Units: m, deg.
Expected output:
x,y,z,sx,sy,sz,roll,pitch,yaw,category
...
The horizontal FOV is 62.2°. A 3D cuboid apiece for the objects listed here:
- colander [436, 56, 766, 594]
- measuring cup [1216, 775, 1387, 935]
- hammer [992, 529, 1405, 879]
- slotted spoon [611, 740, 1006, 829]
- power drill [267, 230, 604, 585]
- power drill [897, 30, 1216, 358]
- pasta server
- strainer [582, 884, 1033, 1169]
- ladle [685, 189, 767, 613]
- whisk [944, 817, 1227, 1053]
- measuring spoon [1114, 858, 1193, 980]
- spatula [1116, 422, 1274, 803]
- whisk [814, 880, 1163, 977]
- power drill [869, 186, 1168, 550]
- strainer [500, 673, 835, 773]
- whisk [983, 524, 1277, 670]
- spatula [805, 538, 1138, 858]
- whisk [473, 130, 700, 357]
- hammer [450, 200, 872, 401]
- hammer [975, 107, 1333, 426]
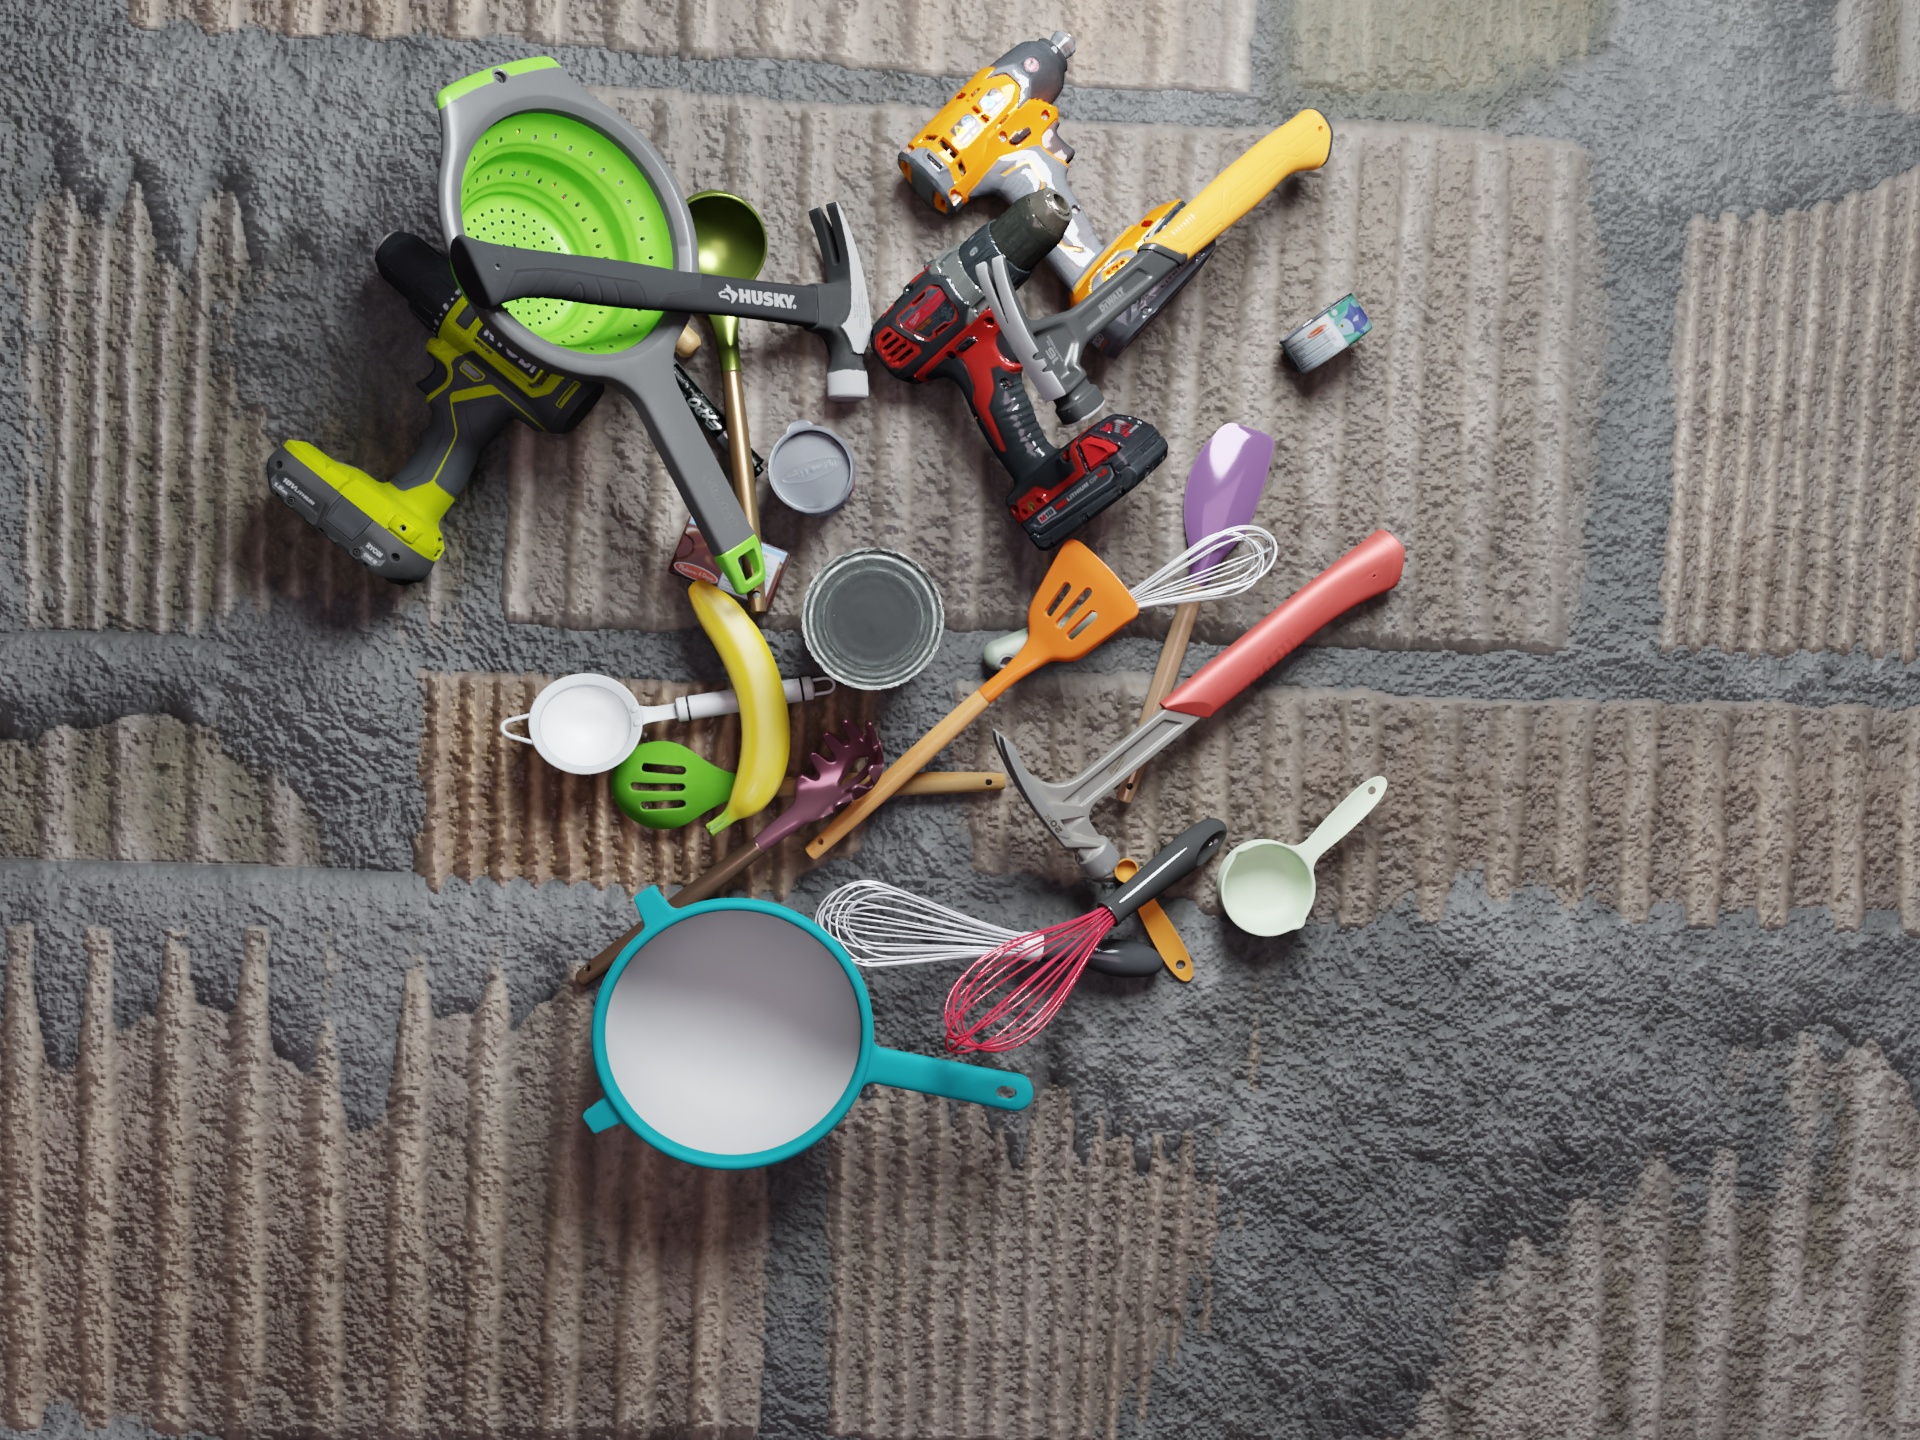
x,y,z,sx,sy,sz,roll,pitch,yaw,category
-0.262,-0.267,1.161,0.204,0.094,0.397,-41,112,-39,colander
0.277,0.103,1.285,0.167,0.038,0.083,-43,95,-2,measuring cup
0.199,-0.038,1.250,0.359,0.037,0.149,-38,111,-6,hammer
-0.120,0.050,1.263,0.313,0.031,0.070,-1,93,-5,slotted spoon
-0.411,-0.236,1.202,0.190,0.080,0.228,39,88,-6,power drill
0.086,-0.409,1.220,0.226,0.084,0.164,43,88,-2,power drill
-0.181,0.110,1.240,0.316,0.040,0.060,-37,54,8,pasta server
-0.113,0.247,1.244,0.340,0.095,0.211,13,96,-8,strainer
-0.172,-0.241,1.210,0.078,0.062,0.320,-6,89,-6,ladle
0.100,0.162,1.233,0.296,0.073,0.073,-35,95,-22,whisk
0.158,0.162,1.296,0.021,0.011,0.117,-31,98,-2,measuring spoon
0.179,-0.085,1.276,0.060,0.018,0.316,18,91,0,spatula
0.025,0.177,1.267,0.284,0.070,0.070,9,93,-9,whisk
0.058,-0.263,1.191,0.188,0.080,0.226,-35,96,36,power drill
-0.225,-0.005,1.246,0.258,0.050,0.087,-10,66,-8,strainer
0.132,-0.094,1.252,0.246,0.057,0.059,-22,53,7,whisk
-0.002,-0.004,1.231,0.322,0.041,0.081,-42,76,5,spatula
-0.292,-0.373,1.218,0.245,0.051,0.047,44,85,-8,whisk
-0.200,-0.311,1.129,0.334,0.035,0.146,-6,95,-43,hammer
0.156,-0.356,1.150,0.337,0.034,0.127,-43,110,-23,hammer
